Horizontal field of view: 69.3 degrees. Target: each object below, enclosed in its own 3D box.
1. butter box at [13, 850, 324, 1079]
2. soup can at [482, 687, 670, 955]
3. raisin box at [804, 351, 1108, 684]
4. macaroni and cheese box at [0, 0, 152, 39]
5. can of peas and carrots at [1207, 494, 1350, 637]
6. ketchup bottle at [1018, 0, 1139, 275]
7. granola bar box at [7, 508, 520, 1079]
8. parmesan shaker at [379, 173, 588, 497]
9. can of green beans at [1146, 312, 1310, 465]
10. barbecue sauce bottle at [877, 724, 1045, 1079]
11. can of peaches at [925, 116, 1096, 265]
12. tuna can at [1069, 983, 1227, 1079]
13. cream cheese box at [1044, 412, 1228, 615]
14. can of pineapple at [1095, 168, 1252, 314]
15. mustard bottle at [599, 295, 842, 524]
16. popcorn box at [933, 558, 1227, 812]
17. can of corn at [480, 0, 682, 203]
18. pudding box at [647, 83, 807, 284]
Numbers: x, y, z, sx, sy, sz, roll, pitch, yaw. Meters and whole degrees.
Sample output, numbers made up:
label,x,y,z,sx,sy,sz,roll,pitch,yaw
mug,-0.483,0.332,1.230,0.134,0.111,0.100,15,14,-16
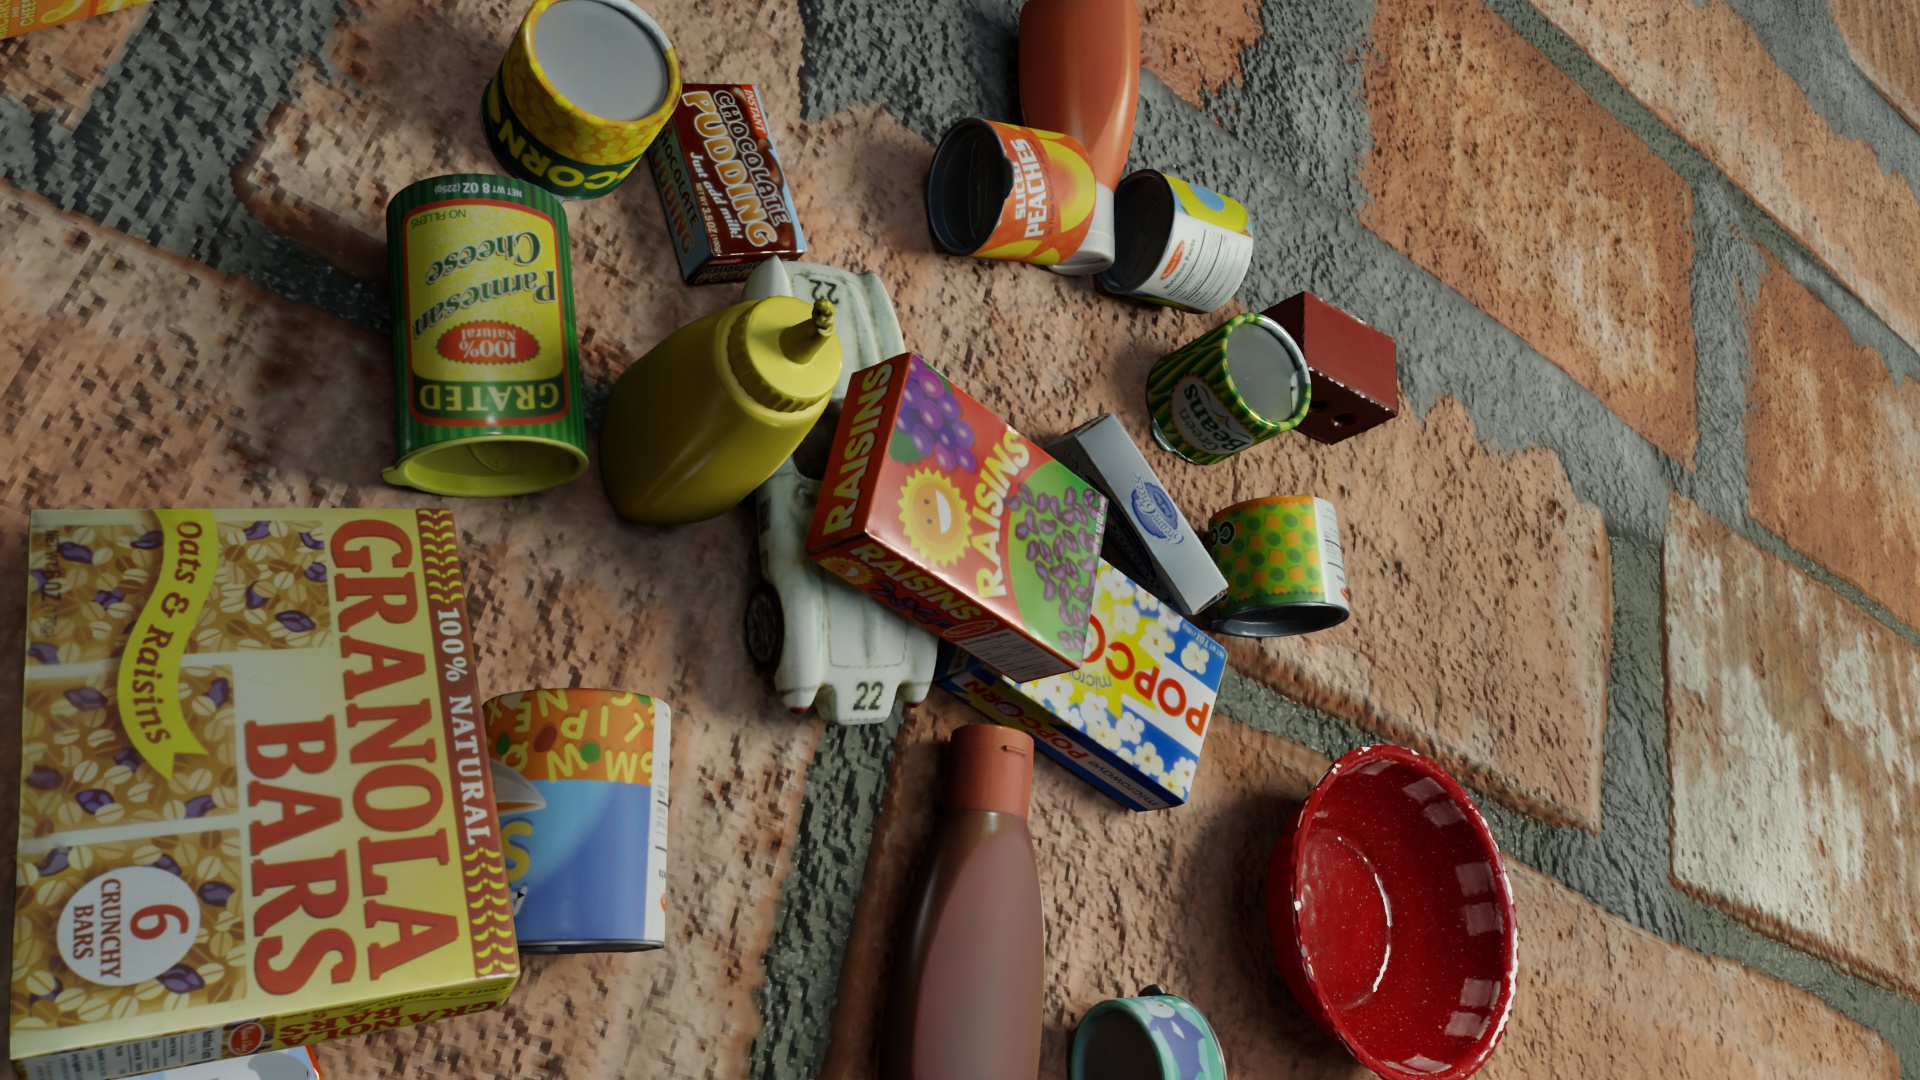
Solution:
label,x,y,z,sx,sy,sz,roll,pitch,yaw
butter box,-0.239,0.130,0.420,0.053,0.024,0.103,-21,86,-38
soup can,-0.137,0.098,0.477,0.071,0.071,0.084,10,68,-32
raisin box,0.002,-0.007,0.563,0.123,0.040,0.086,34,55,-35
macaroni and cheese box,-0.335,-0.241,0.478,0.167,0.040,0.123,-38,97,-38
can of peas and carrots,0.160,0.014,0.713,0.071,0.070,0.059,10,68,-32
ketchup bottle,0.062,-0.216,0.731,0.043,0.064,0.149,29,60,-66
granola bar box,-0.210,0.068,0.420,0.124,0.038,0.166,-1,56,-30
parmesan shaker,-0.178,-0.074,0.511,0.071,0.071,0.103,1,73,-34
can of green beans,0.143,-0.080,0.738,0.071,0.057,0.071,12,67,-31
barbecue sauce bottle,0.006,0.151,0.571,0.065,0.043,0.149,21,62,-28
can of peaches,0.026,-0.170,0.682,0.058,0.071,0.071,-2,75,-36
tuna can,0.076,0.222,0.580,0.033,0.071,0.071,8,69,-32
cream cheese box,0.085,-0.012,0.675,0.024,0.053,0.103,-36,95,-11
can of pineapple,0.112,-0.159,0.741,0.058,0.070,0.071,9,69,-33
mustard bottle,-0.083,-0.051,0.508,0.049,0.159,0.065,-2,76,-36
popcorn box,0.059,0.058,0.643,0.126,0.038,0.085,35,57,-20
can of corn,-0.155,-0.180,0.568,0.071,0.058,0.071,12,67,-31
pudding box,-0.105,-0.157,0.612,0.050,0.030,0.084,-11,80,-38
